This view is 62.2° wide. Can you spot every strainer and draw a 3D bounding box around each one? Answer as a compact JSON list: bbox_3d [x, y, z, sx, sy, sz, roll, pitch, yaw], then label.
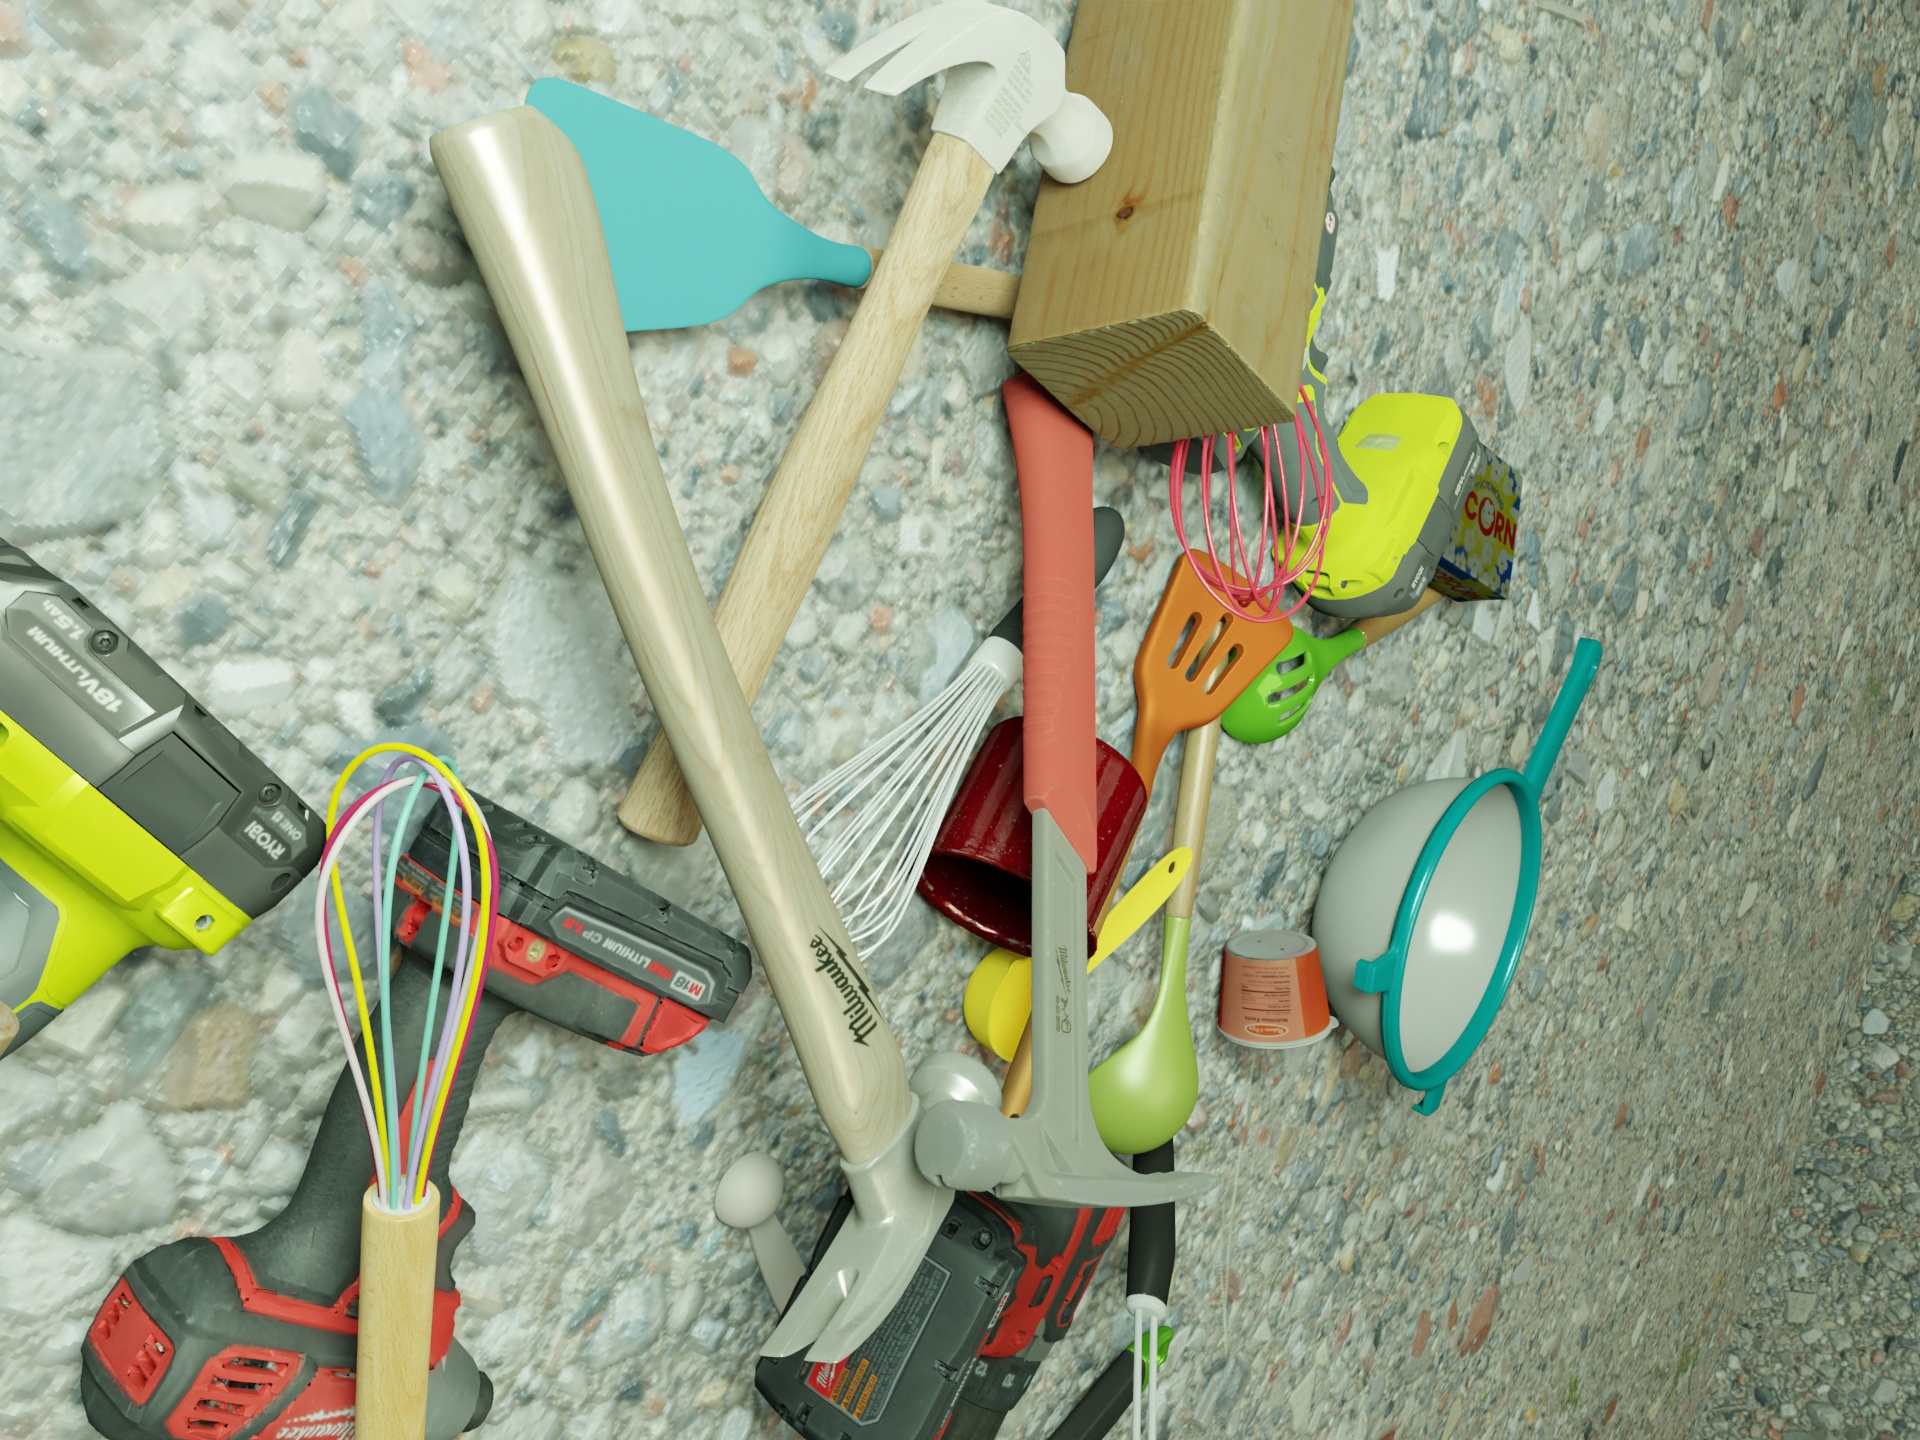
[{"bbox_3d":[0.321,0.073,1.050,0.340,0.095,0.210,-57,139,-21],"label":"strainer"}]

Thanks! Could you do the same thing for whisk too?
[{"bbox_3d":[-0.001,-0.003,0.699,0.285,0.070,0.070,-52,135,-29],"label":"whisk"},{"bbox_3d":[-0.164,0.118,0.462,0.047,0.051,0.245,6,111,-10],"label":"whisk"},{"bbox_3d":[0.127,-0.182,0.718,0.073,0.073,0.296,23,61,-49],"label":"whisk"}]

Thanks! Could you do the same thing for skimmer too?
[{"bbox_3d":[0.070,0.363,0.805,0.127,0.090,0.364,38,37,-23],"label":"skimmer"}]

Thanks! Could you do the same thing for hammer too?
[{"bbox_3d":[-0.048,-0.106,0.591,0.130,0.031,0.331,20,96,-58],"label":"hammer"},{"bbox_3d":[0.048,0.014,0.660,0.149,0.037,0.359,19,64,-42],"label":"hammer"},{"bbox_3d":[-0.084,0.012,0.525,0.146,0.038,0.410,-48,125,-55],"label":"hammer"}]

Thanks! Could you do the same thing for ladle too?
[{"bbox_3d":[0.113,0.079,0.869,0.078,0.062,0.320,9,89,-41],"label":"ladle"}]

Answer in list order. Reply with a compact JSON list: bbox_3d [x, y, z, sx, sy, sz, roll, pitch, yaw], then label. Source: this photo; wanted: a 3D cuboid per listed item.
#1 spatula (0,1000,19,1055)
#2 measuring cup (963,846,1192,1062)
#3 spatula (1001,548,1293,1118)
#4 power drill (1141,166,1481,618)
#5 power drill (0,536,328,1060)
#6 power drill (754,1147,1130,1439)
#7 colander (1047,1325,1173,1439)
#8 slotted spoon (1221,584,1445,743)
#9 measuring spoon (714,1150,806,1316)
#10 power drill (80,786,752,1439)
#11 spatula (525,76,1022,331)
[{"bbox_3d":[-0.311,0.176,0.350,0.316,0.018,0.059,-47,135,6],"label":"spatula"},{"bbox_3d":[0.061,0.111,0.812,0.156,0.029,0.062,-39,125,-28],"label":"measuring cup"},{"bbox_3d":[0.081,0.062,0.787,0.081,0.041,0.323,35,62,-19],"label":"spatula"},{"bbox_3d":[0.190,-0.168,0.841,0.223,0.080,0.171,39,74,-44],"label":"power drill"},{"bbox_3d":[-0.291,0.061,0.380,0.228,0.080,0.190,-50,135,-21],"label":"power drill"},{"bbox_3d":[-0.004,0.287,0.746,0.188,0.080,0.226,-64,155,0],"label":"power drill"},{"bbox_3d":[0.032,0.466,0.829,0.397,0.095,0.204,-30,138,-45],"label":"colander"},{"bbox_3d":[0.258,-0.061,0.988,0.314,0.031,0.070,-28,119,-41],"label":"slotted spoon"},{"bbox_3d":[-0.079,0.243,0.716,0.034,0.018,0.124,-40,130,-33],"label":"measuring spoon"},{"bbox_3d":[-0.173,0.148,0.541,0.143,0.079,0.220,42,74,-46],"label":"power drill"},{"bbox_3d":[-0.032,-0.179,0.632,0.317,0.044,0.082,-8,108,-51],"label":"spatula"}]
